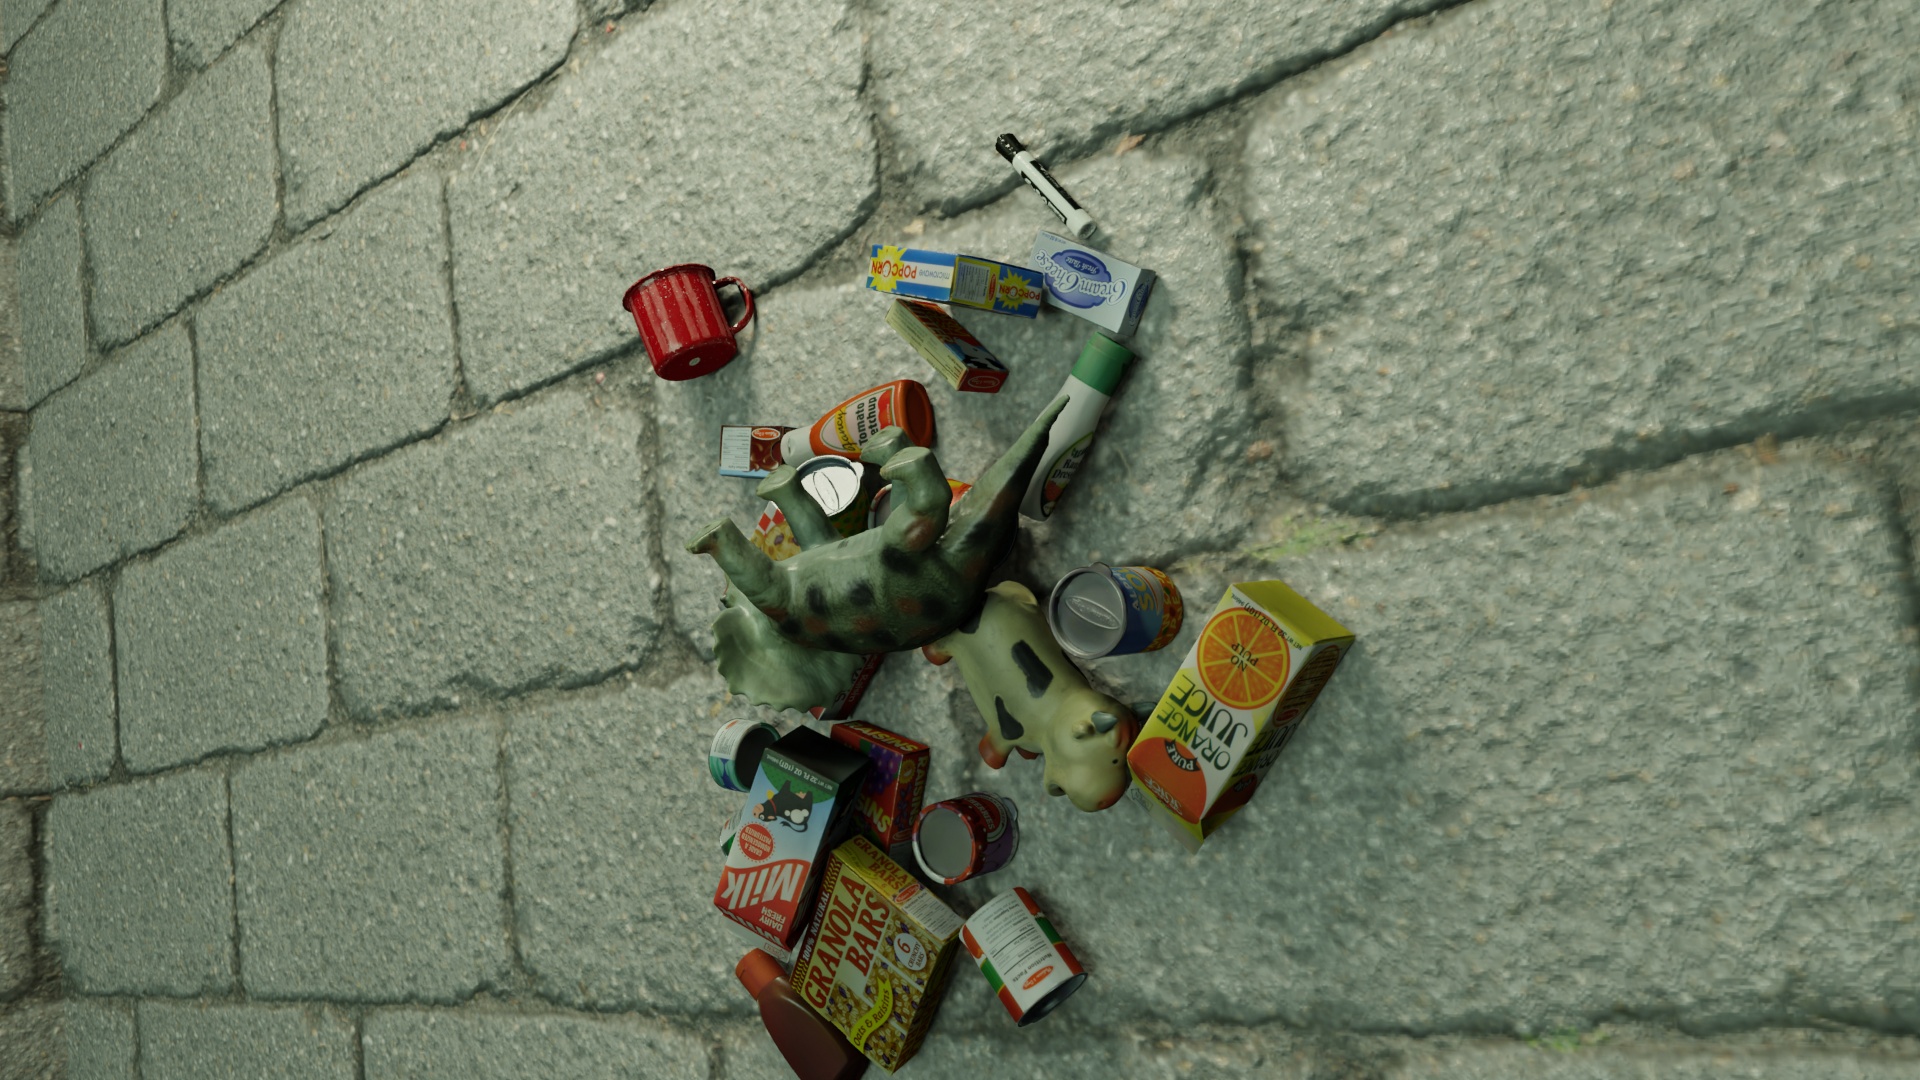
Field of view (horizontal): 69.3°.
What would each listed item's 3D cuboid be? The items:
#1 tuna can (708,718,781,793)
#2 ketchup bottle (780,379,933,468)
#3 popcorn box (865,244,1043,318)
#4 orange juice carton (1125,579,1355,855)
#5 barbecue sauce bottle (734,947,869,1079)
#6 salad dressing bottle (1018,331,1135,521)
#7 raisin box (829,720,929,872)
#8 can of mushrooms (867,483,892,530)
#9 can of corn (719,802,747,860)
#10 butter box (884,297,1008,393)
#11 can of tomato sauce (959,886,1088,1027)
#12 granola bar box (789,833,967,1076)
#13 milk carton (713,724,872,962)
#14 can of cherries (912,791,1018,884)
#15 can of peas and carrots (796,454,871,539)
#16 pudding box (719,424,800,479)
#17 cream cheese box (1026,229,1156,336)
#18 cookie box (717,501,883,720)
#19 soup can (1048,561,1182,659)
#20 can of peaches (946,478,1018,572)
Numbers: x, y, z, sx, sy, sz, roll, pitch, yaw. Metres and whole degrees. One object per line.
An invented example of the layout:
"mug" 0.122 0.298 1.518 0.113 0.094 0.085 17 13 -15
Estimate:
"tuna can" -0.194 0.199 1.271 0.033 0.071 0.071 2 91 37
"ketchup bottle" -0.092 -0.093 1.208 0.148 0.043 0.065 -13 78 38
"popcorn box" -0.006 -0.205 1.097 0.127 0.085 0.038 22 105 52
"orange juice carton" 0.185 0.126 0.970 0.072 0.073 0.192 40 113 31
"barbecue sauce bottle" -0.146 0.429 1.242 0.149 0.044 0.064 40 113 32
"salad dressing bottle" 0.082 -0.087 1.064 0.044 0.064 0.147 34 102 21
"raisin box" -0.078 0.226 1.195 0.086 0.040 0.123 16 100 37
"can of mushrooms" -0.043 -0.017 1.175 0.071 0.033 0.071 -1 88 39
"can of corn" -0.171 0.264 1.252 0.058 0.071 0.071 -45 64 28
"butter box" -0.012 -0.160 1.140 0.104 0.053 0.024 47 119 29
"can of tomato sauce" 0.048 0.323 1.080 0.083 0.071 0.071 51 118 27
"granola bar box" -0.072 0.346 1.156 0.124 0.039 0.164 34 123 25
"milk carton" -0.146 0.260 1.164 0.072 0.073 0.190 24 105 13
"can of cherries" 0.005 0.237 1.118 0.071 0.058 0.071 0 90 38
"can of peas and carrots" -0.109 -0.032 1.196 0.071 0.058 0.071 -5 56 8
"pudding box" -0.186 -0.082 1.289 0.083 0.030 0.049 4 91 38
"cream cheese box" 0.097 -0.199 1.074 0.104 0.024 0.053 30 109 35
"cookie box" -0.135 0.061 1.242 0.168 0.040 0.122 43 114 31
"soup can" 0.116 0.049 1.018 0.071 0.084 0.071 0 90 38
"can of peaches" 0.004 -0.014 1.115 0.058 0.071 0.071 19 101 37
